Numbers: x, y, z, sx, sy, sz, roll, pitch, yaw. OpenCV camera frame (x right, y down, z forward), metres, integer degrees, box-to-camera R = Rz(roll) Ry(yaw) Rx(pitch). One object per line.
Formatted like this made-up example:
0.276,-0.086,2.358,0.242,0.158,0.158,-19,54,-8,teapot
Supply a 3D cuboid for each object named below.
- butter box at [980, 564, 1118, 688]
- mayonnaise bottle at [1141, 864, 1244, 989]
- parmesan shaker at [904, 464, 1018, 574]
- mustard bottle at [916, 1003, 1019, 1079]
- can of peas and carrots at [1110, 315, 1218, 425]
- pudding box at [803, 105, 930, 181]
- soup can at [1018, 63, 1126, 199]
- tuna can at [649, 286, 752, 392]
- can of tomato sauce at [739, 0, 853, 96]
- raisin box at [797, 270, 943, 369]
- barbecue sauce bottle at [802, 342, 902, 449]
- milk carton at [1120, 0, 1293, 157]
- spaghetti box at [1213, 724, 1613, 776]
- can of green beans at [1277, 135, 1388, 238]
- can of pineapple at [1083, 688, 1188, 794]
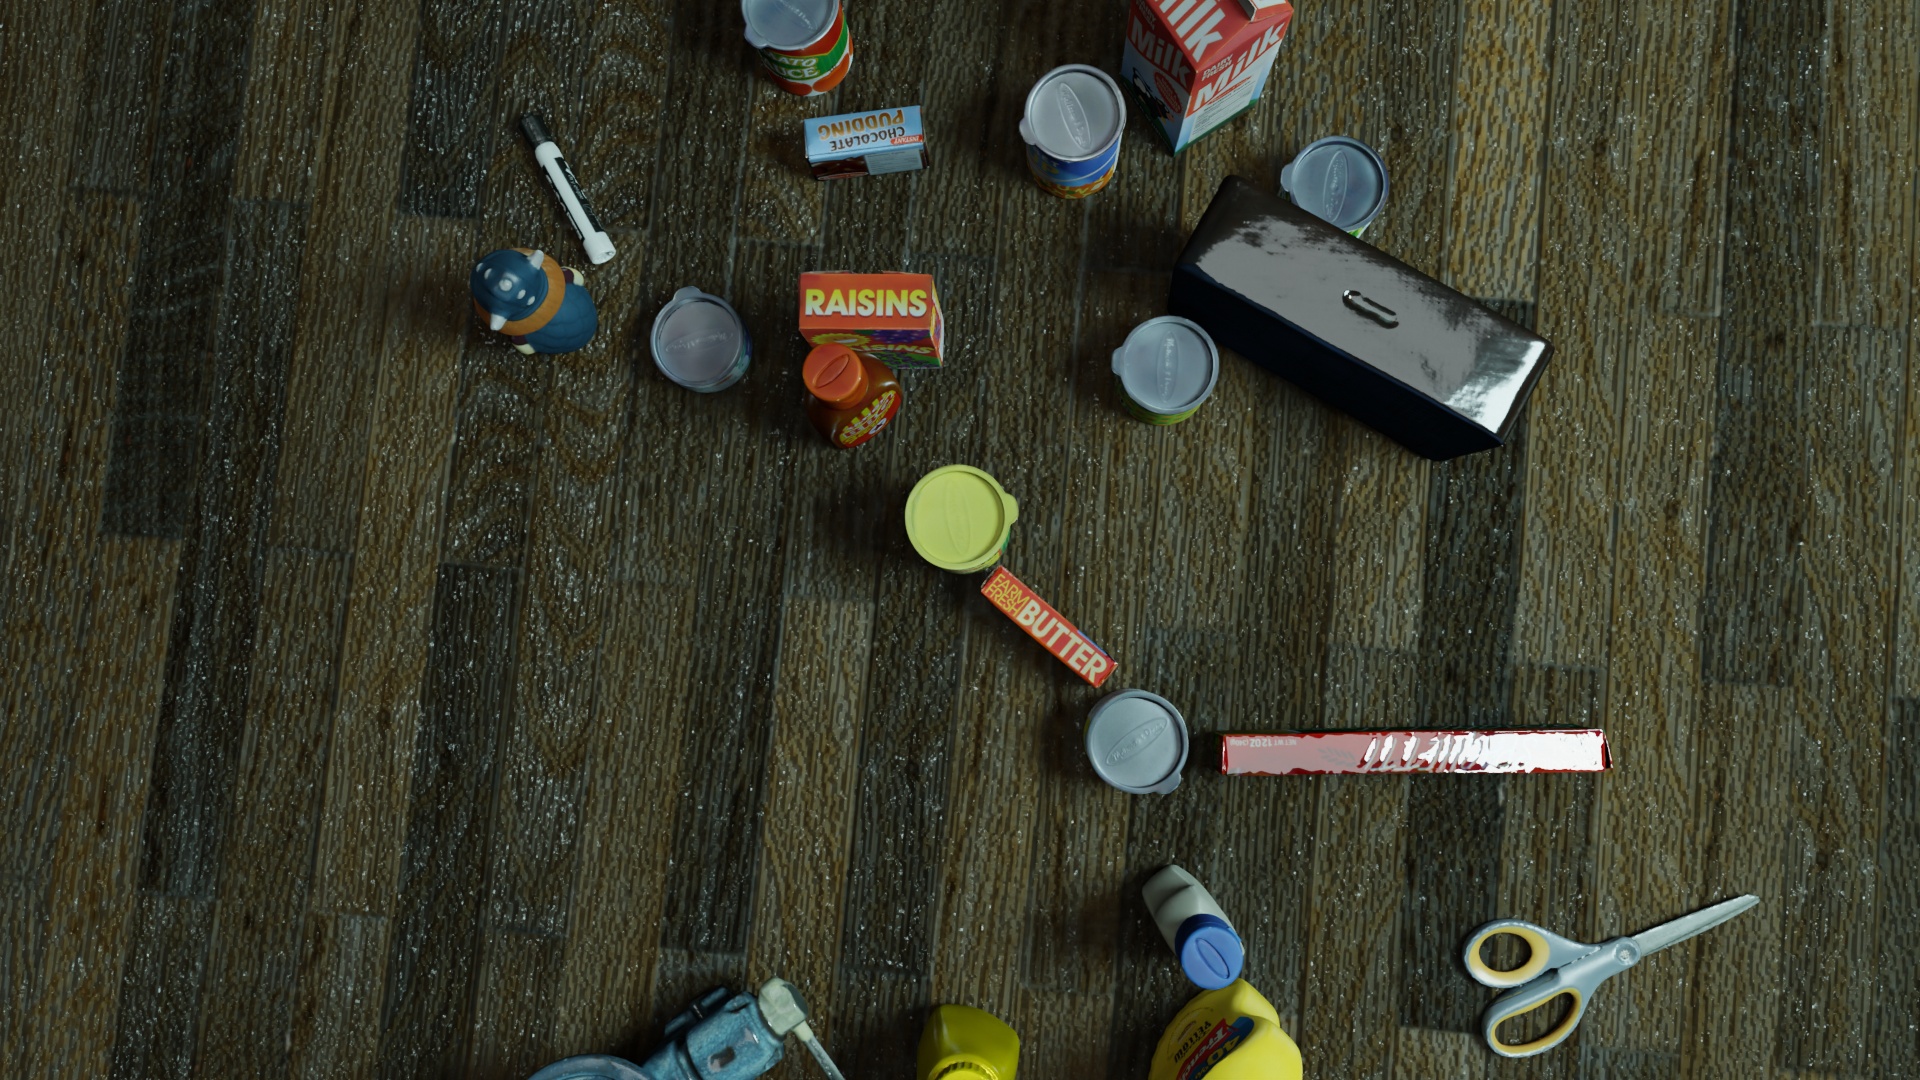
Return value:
0.059,0.058,0.936,0.103,0.053,0.024,40,89,5,butter box
0.147,0.244,0.869,0.041,0.148,0.065,-39,85,0,mayonnaise bottle
0.003,-0.012,0.919,0.071,0.103,0.071,0,86,3,parmesan shaker
0.003,0.332,0.863,0.065,0.160,0.049,18,87,4,mustard bottle
0.136,-0.114,0.943,0.071,0.058,0.071,0,86,3,can of peas and carrots
-0.065,-0.277,0.971,0.084,0.049,0.030,-7,86,2,pudding box
0.074,-0.276,0.947,0.071,0.083,0.071,0,86,3,soup can
-0.182,-0.140,0.974,0.071,0.033,0.071,0,86,3,tuna can
-0.113,-0.353,0.962,0.071,0.083,0.071,0,86,3,can of tomato sauce
-0.056,-0.145,0.923,0.086,0.123,0.040,1,86,3,raisin box
-0.074,-0.097,0.907,0.065,0.148,0.044,-42,85,-1,barbecue sauce bottle
0.156,-0.326,0.893,0.073,0.190,0.072,-33,85,0,milk carton
0.295,0.139,0.920,0.250,0.050,0.028,-1,86,3,spaghetti box
0.252,-0.234,0.948,0.071,0.058,0.071,0,86,3,can of green beans
0.116,0.134,0.925,0.071,0.058,0.071,0,86,3,can of pineapple
